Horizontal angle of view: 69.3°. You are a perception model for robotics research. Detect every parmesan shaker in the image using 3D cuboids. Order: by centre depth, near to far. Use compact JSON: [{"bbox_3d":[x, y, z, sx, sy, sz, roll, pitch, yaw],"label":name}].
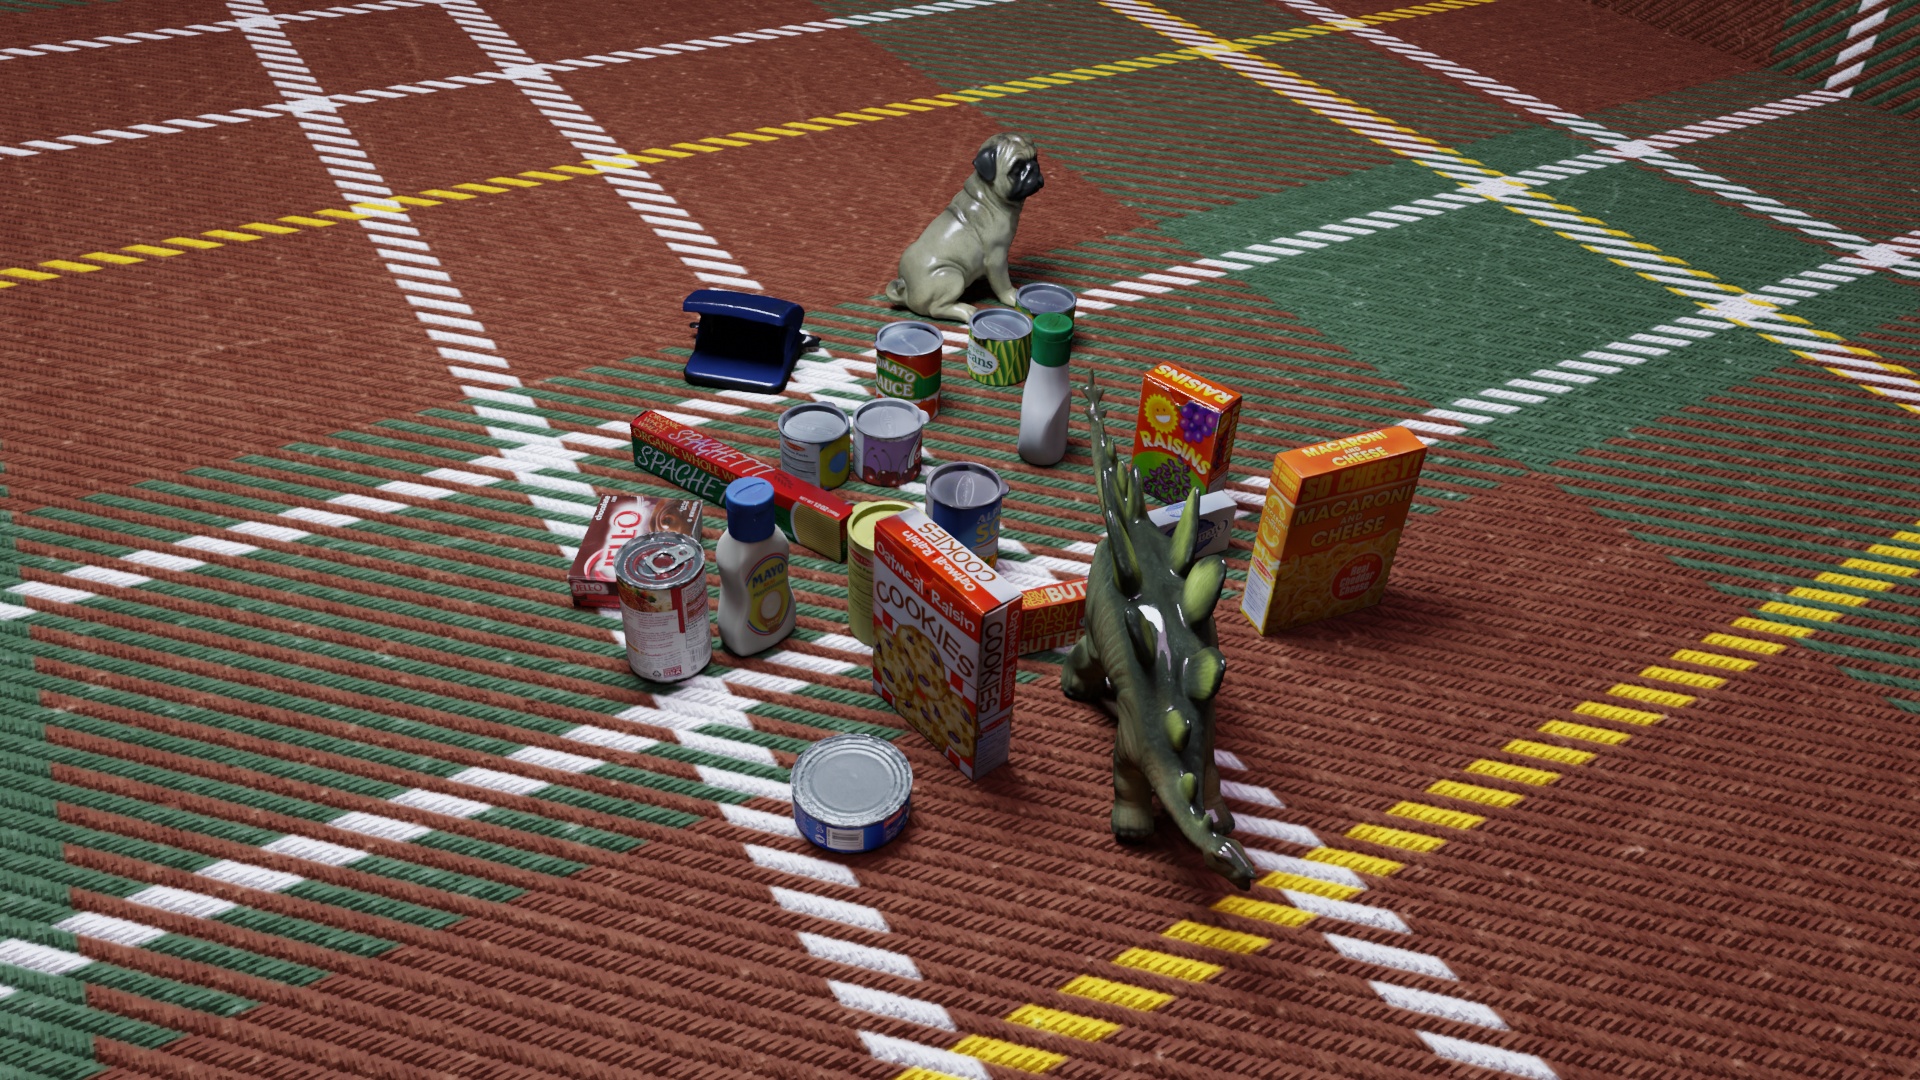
[{"bbox_3d":[-0.059,0.027,1.121,0.071,0.102,0.072,2,38,-2],"label":"parmesan shaker"}]

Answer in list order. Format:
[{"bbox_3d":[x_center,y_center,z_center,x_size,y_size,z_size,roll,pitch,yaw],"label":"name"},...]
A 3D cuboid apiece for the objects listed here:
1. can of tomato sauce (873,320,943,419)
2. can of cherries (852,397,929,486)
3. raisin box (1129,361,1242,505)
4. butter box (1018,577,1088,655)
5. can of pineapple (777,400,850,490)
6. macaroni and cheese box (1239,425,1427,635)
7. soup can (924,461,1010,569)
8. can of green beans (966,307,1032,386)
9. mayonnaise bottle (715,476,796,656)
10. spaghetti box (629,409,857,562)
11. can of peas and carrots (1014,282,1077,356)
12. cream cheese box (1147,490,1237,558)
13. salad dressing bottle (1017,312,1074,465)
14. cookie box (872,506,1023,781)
[{"bbox_3d":[-0.053,-0.165,1.379,0.071,0.082,0.071,2,38,-2],"label":"can of tomato sauce"},{"bbox_3d":[-0.066,-0.092,1.305,0.071,0.058,0.072,2,38,-2],"label":"can of cherries"},{"bbox_3d":[0.204,-0.091,1.273,0.086,0.122,0.040,31,46,30],"label":"raisin box"},{"bbox_3d":[0.088,0.059,1.131,0.104,0.052,0.024,-10,40,-17],"label":"butter box"},{"bbox_3d":[-0.134,-0.088,1.295,0.071,0.057,0.071,2,38,-2],"label":"can of pineapple"},{"bbox_3d":[0.303,-0.008,1.141,0.124,0.165,0.040,-13,41,-20],"label":"macaroni and cheese box"},{"bbox_3d":[0.004,-0.015,1.194,0.071,0.083,0.072,2,38,-2],"label":"soup can"},{"bbox_3d":[0.040,-0.202,1.452,0.071,0.057,0.071,2,38,-2],"label":"can of green beans"},{"bbox_3d":[-0.161,0.020,1.086,0.065,0.147,0.041,-29,49,-34],"label":"mayonnaise bottle"},{"bbox_3d":[-0.198,-0.051,1.251,0.250,0.049,0.029,24,43,24],"label":"spaghetti box"},{"bbox_3d":[0.090,-0.235,1.496,0.071,0.058,0.071,2,38,-2],"label":"can of peas and carrots"},{"bbox_3d":[0.191,-0.006,1.220,0.104,0.053,0.024,-16,42,-22],"label":"cream cheese box"},{"bbox_3d":[0.082,-0.142,1.308,0.044,0.146,0.064,19,41,19],"label":"salad dressing bottle"},{"bbox_3d":[-0.014,0.076,1.012,0.040,0.166,0.123,-26,47,-31],"label":"cookie box"}]
